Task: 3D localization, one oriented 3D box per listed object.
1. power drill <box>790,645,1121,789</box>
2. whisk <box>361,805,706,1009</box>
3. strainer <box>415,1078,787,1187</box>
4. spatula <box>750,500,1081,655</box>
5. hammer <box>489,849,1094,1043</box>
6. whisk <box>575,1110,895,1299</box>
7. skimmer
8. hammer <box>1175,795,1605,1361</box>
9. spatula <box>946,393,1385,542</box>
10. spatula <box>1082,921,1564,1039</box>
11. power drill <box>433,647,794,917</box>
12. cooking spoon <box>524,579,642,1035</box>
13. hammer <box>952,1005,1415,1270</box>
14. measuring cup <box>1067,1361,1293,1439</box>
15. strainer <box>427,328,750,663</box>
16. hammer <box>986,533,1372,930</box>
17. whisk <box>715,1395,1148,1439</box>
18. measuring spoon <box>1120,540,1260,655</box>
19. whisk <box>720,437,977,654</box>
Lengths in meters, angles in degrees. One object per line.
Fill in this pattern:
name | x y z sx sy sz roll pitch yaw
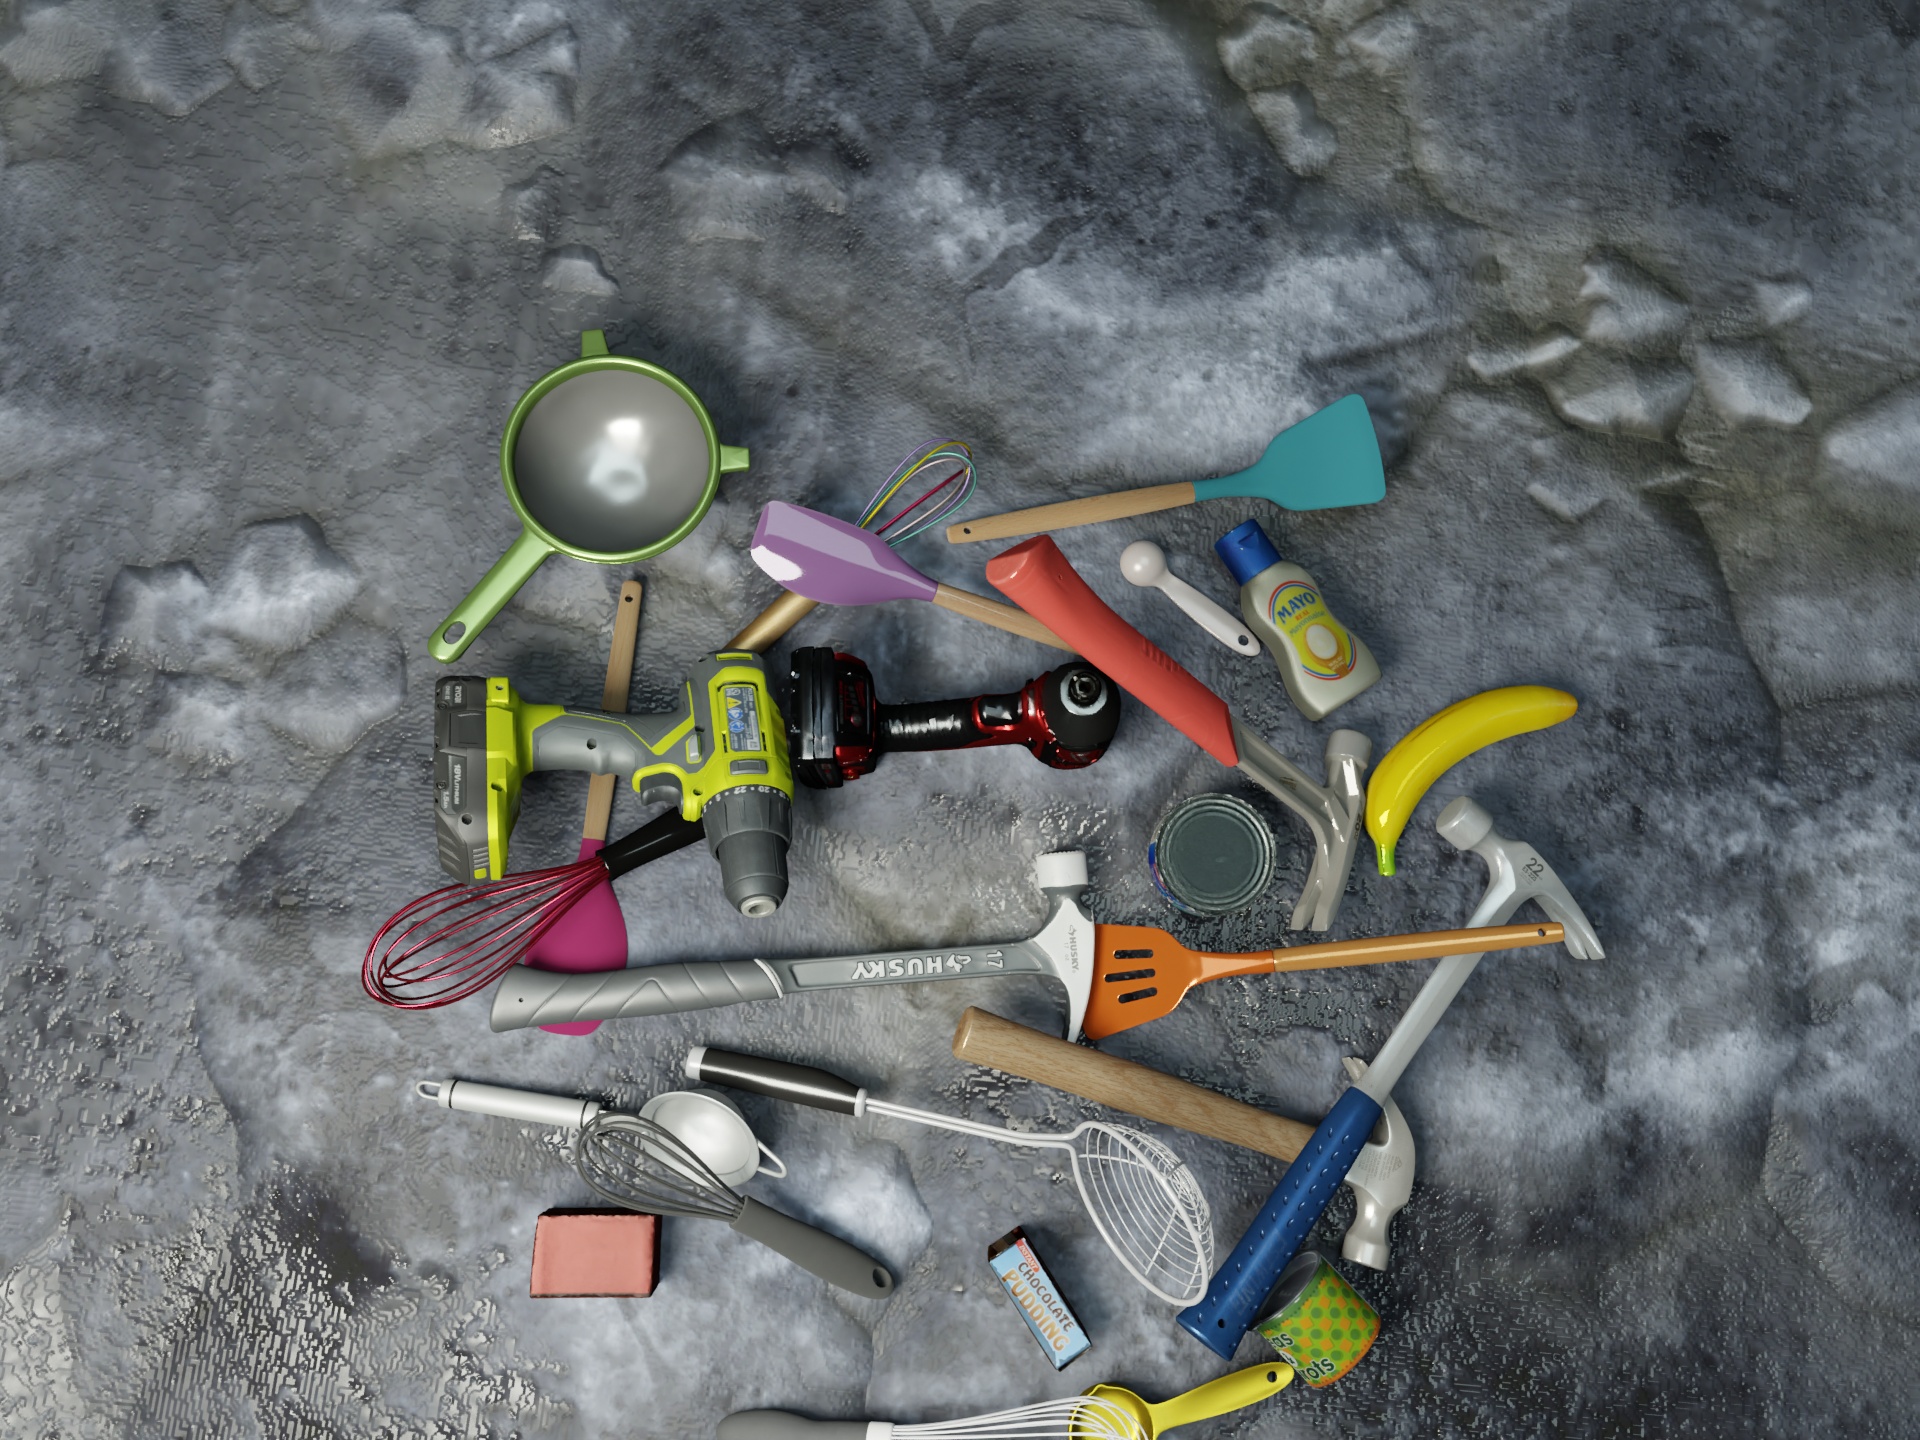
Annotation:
power drill | -0.002 -0.003 1.072 0.219 0.143 0.079 -1 77 -2
whisk | -0.255 0.107 1.061 0.296 0.073 0.073 -28 82 -23
strainer | -0.237 0.262 1.059 0.258 0.050 0.086 8 123 3
spatula | 0.005 -0.080 1.126 0.316 0.018 0.060 18 96 -9
hammer | -0.109 0.178 1.077 0.409 0.036 0.149 -4 83 -6
whisk | -0.143 0.320 1.027 0.238 0.055 0.055 32 79 -16
skimmer | -0.014 0.285 1.028 0.363 0.127 0.090 11 44 9
hammer | 0.282 0.248 1.063 0.144 0.035 0.405 40 74 -3
spatula | 0.146 -0.167 1.160 0.317 0.044 0.082 -11 84 -5
spatula | 0.234 0.159 1.066 0.322 0.041 0.081 -7 75 10
power drill | -0.221 0.044 1.037 0.228 0.080 0.191 -2 55 -15
cooking spoon | -0.252 0.057 1.106 0.068 0.017 0.319 7 80 -2
hammer | 0.154 0.257 1.067 0.331 0.031 0.130 20 76 -9
measuring cup | 0.145 0.454 1.055 0.156 0.029 0.062 -15 81 -9
strainer | -0.276 -0.136 1.115 0.151 0.069 0.256 39 80 1
hammer | 0.147 0.000 1.028 0.358 0.037 0.149 34 64 -33
whisk | -0.019 0.460 1.013 0.284 0.070 0.070 -1 79 9
measuring spoon | 0.170 -0.089 1.160 0.124 0.018 0.034 38 79 3
whisk | -0.081 -0.112 1.140 0.245 0.047 0.051 -42 86 -5
